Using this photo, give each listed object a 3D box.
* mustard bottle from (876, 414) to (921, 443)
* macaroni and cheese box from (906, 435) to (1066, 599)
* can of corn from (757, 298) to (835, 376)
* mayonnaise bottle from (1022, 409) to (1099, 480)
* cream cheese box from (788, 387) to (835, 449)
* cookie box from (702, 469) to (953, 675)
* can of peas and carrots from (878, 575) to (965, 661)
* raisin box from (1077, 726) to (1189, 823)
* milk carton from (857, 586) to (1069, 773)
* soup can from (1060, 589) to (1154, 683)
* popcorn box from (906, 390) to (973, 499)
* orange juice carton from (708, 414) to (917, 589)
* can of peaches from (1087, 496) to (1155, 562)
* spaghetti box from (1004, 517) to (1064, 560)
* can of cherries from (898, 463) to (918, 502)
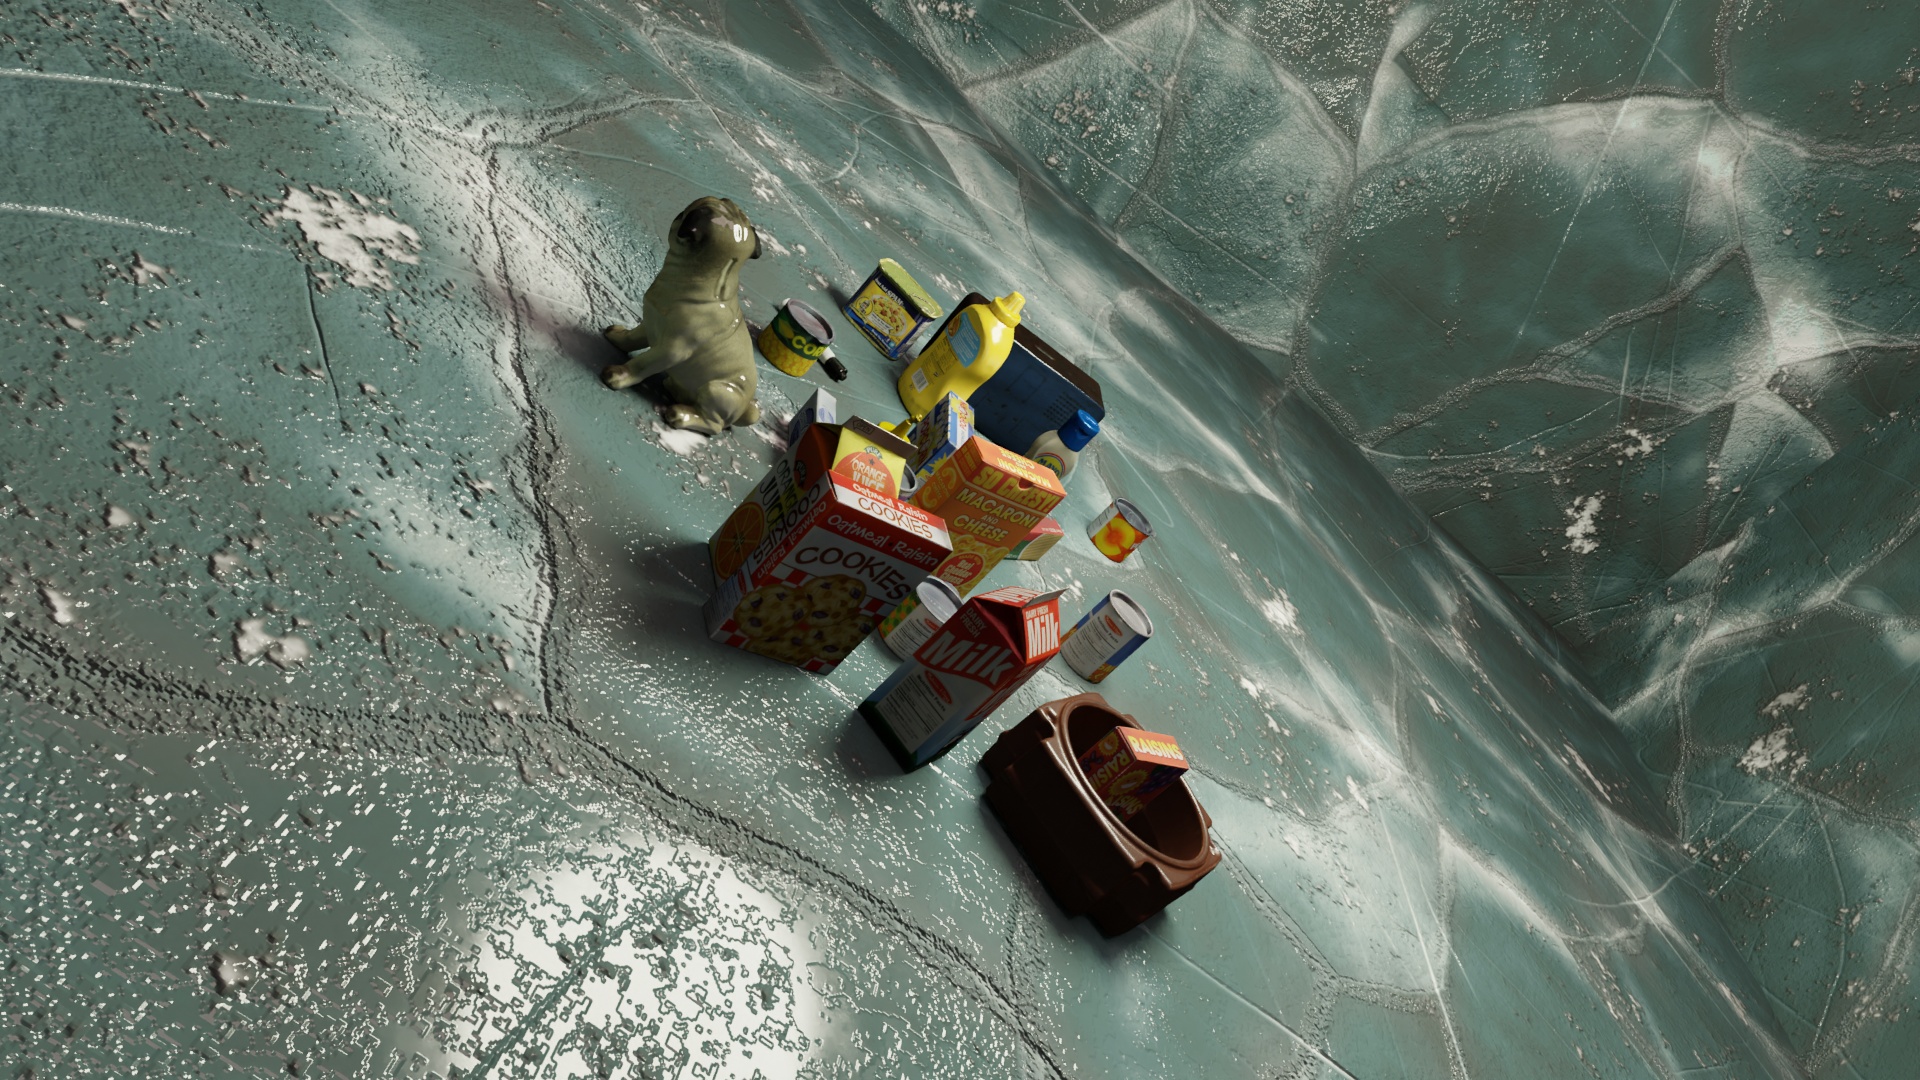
[{"bbox_3d":[-0.092,-0.065,1.290,0.065,0.159,0.049,49,24,10],"label":"mustard bottle"},{"bbox_3d":[0.005,-0.017,1.359,0.124,0.166,0.040,20,34,-44],"label":"macaroni and cheese box"},{"bbox_3d":[-0.180,-0.221,1.527,0.071,0.058,0.071,36,25,-20],"label":"can of corn"},{"bbox_3d":[0.104,-0.094,1.662,0.064,0.147,0.041,37,25,-17],"label":"mayonnaise bottle"},{"bbox_3d":[-0.150,-0.106,1.397,0.024,0.053,0.104,33,26,-25],"label":"cream cheese box"},{"bbox_3d":[-0.106,0.029,1.109,0.123,0.167,0.040,24,31,-40],"label":"cookie box"},{"bbox_3d":[-0.034,0.073,1.286,0.071,0.058,0.071,36,25,-20],"label":"can of peas and carrots"},{"bbox_3d":[0.130,0.219,1.232,0.086,0.123,0.040,19,35,-45],"label":"raisin box"},{"bbox_3d":[0.012,0.102,1.149,0.073,0.190,0.072,51,24,14],"label":"milk carton"},{"bbox_3d":[0.160,0.104,1.511,0.071,0.083,0.072,36,25,-20],"label":"soup can"},{"bbox_3d":[-0.026,-0.102,1.547,0.038,0.085,0.127,36,25,-19],"label":"popcorn box"},{"bbox_3d":[-0.120,-0.025,1.142,0.072,0.192,0.073,26,30,-37],"label":"orange juice carton"},{"bbox_3d":[0.209,-0.012,1.808,0.071,0.058,0.071,36,25,-20],"label":"can of peaches"},{"bbox_3d":[0.029,-0.007,1.525,0.250,0.050,0.029,5,46,-55],"label":"spaghetti box"},{"bbox_3d":[-0.088,-0.056,1.408,0.071,0.058,0.072,36,25,-20],"label":"can of cherries"}]
